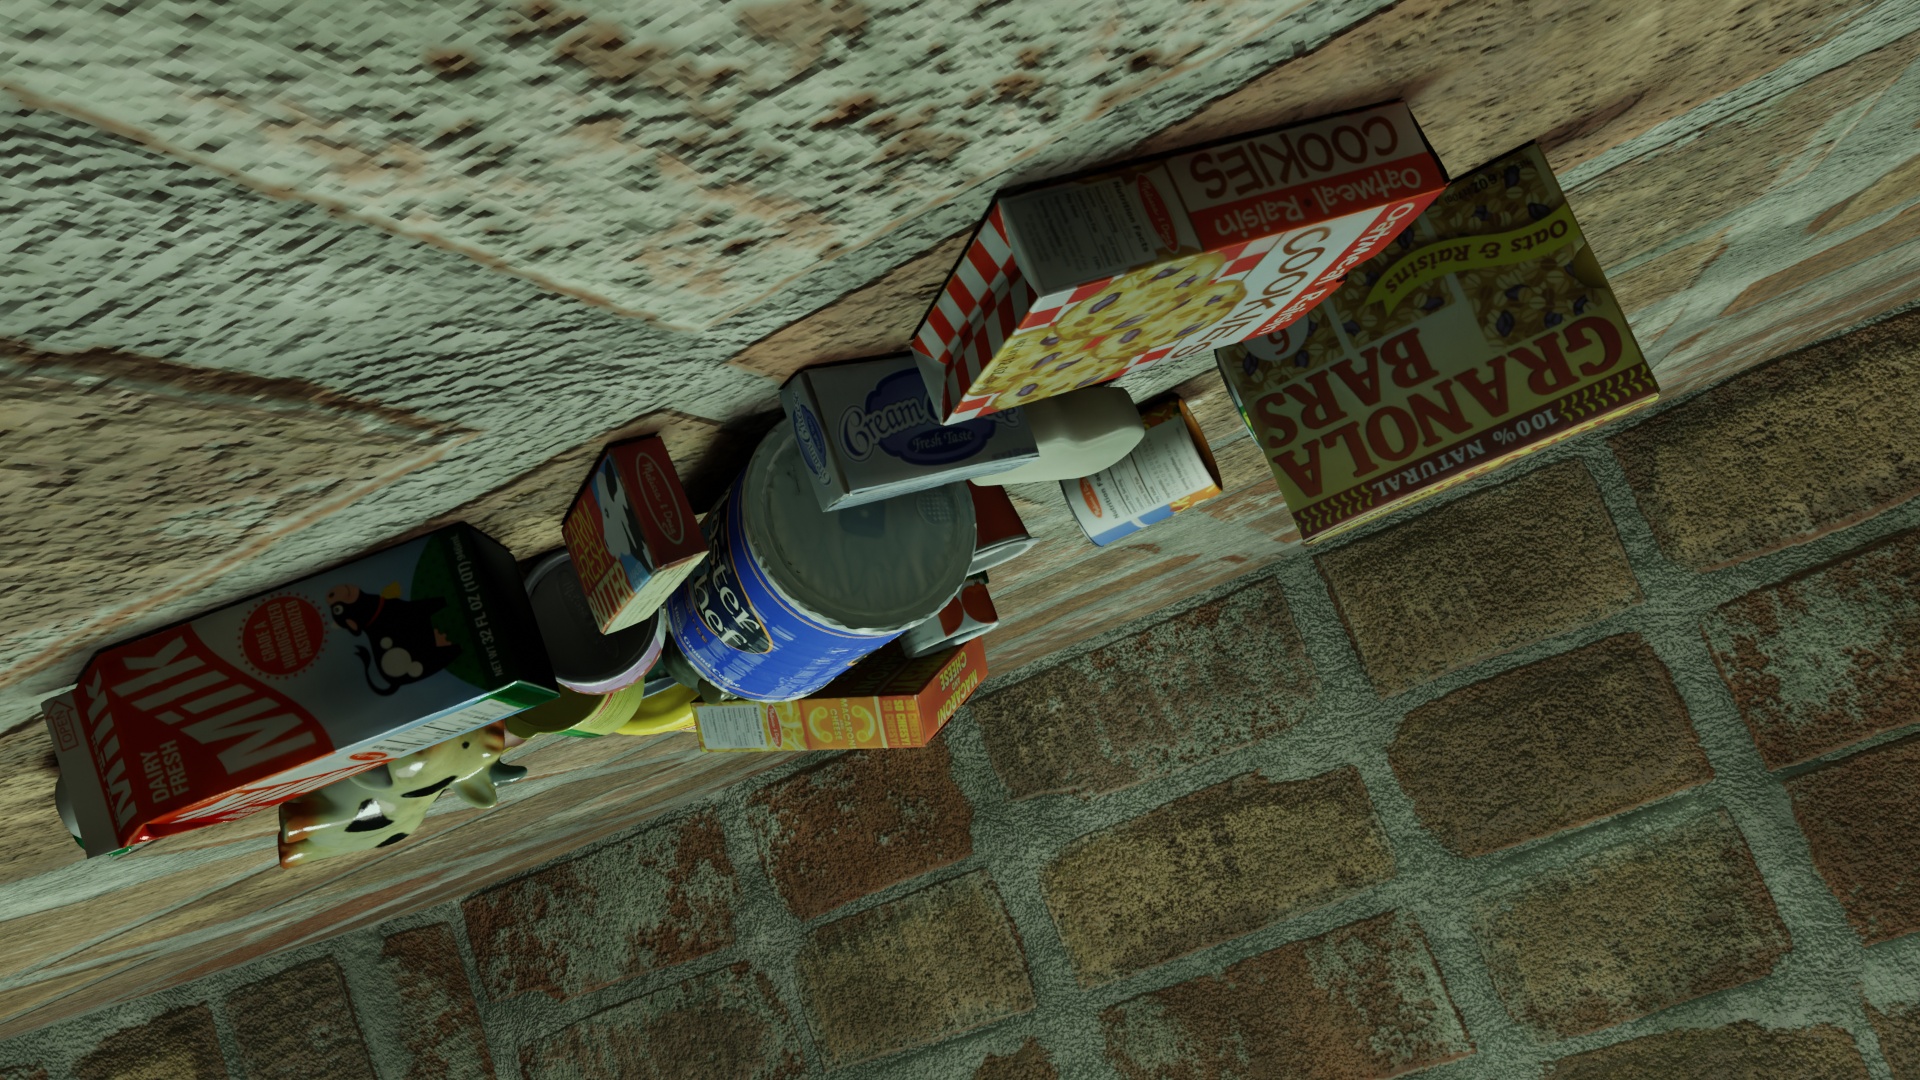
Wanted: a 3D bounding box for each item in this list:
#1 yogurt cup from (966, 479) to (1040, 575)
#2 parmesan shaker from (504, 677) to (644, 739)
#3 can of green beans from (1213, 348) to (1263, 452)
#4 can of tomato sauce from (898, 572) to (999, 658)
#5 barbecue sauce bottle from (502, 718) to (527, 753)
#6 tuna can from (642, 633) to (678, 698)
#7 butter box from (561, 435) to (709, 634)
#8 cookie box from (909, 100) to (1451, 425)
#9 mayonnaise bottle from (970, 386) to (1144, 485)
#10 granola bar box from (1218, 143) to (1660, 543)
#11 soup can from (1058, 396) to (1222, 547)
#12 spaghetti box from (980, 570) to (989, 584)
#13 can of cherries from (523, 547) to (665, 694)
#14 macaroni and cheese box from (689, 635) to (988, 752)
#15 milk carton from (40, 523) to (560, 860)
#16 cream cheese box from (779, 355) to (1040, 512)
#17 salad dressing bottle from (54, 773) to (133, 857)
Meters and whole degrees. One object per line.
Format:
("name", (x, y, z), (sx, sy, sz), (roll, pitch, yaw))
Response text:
("yogurt cup", (0.003, -0.010, 0.829), (0.072, 0.054, 0.072), (-21, 171, -4))
("parmesan shaker", (-0.226, 0.082, 0.799), (0.071, 0.071, 0.103), (-20, 171, -7))
("can of green beans", (0.174, -0.087, 0.735), (0.057, 0.071, 0.071), (-25, 170, 20))
("can of tomato sauce", (-0.017, 0.027, 0.908), (0.071, 0.083, 0.071), (-20, 170, -3))
("barbecue sauce bottle", (-0.317, 0.124, 0.920), (0.148, 0.044, 0.065), (-27, 168, 29))
("tuna can", (-0.230, 0.092, 0.963), (0.071, 0.033, 0.071), (-21, 171, -4))
("butter box", (-0.137, 0.000, 0.577), (0.024, 0.053, 0.103), (-19, 172, -31))
("cookie box", (0.077, -0.100, 0.520), (0.168, 0.040, 0.122), (-18, 170, -20))
("mayonnaise bottle", (0.032, -0.053, 0.696), (0.064, 0.041, 0.148), (-30, 167, 34))
("granola bar box", (0.212, -0.087, 0.641), (0.165, 0.124, 0.039), (-25, 171, 21))
("soup can", (0.110, -0.043, 0.853), (0.083, 0.071, 0.071), (-25, 170, 18))
("spaghetti box", (-0.072, 0.043, 1.051), (0.050, 0.029, 0.251), (-27, 169, 37))
("can of cherries", (-0.180, 0.040, 0.672), (0.071, 0.071, 0.058), (-19, 172, -12))
("macaroni and cheese box", (-0.079, 0.102, 0.950), (0.166, 0.040, 0.124), (-4, -165, 22))
("milk carton", (-0.275, 0.064, 0.575), (0.191, 0.072, 0.073), (-21, 171, -7))
("cream cheese box", (-0.018, -0.048, 0.568), (0.104, 0.053, 0.024), (-14, 170, -38))
("salad dressing bottle", (-0.432, 0.133, 0.716), (0.064, 0.044, 0.147), (-16, 171, -41))
